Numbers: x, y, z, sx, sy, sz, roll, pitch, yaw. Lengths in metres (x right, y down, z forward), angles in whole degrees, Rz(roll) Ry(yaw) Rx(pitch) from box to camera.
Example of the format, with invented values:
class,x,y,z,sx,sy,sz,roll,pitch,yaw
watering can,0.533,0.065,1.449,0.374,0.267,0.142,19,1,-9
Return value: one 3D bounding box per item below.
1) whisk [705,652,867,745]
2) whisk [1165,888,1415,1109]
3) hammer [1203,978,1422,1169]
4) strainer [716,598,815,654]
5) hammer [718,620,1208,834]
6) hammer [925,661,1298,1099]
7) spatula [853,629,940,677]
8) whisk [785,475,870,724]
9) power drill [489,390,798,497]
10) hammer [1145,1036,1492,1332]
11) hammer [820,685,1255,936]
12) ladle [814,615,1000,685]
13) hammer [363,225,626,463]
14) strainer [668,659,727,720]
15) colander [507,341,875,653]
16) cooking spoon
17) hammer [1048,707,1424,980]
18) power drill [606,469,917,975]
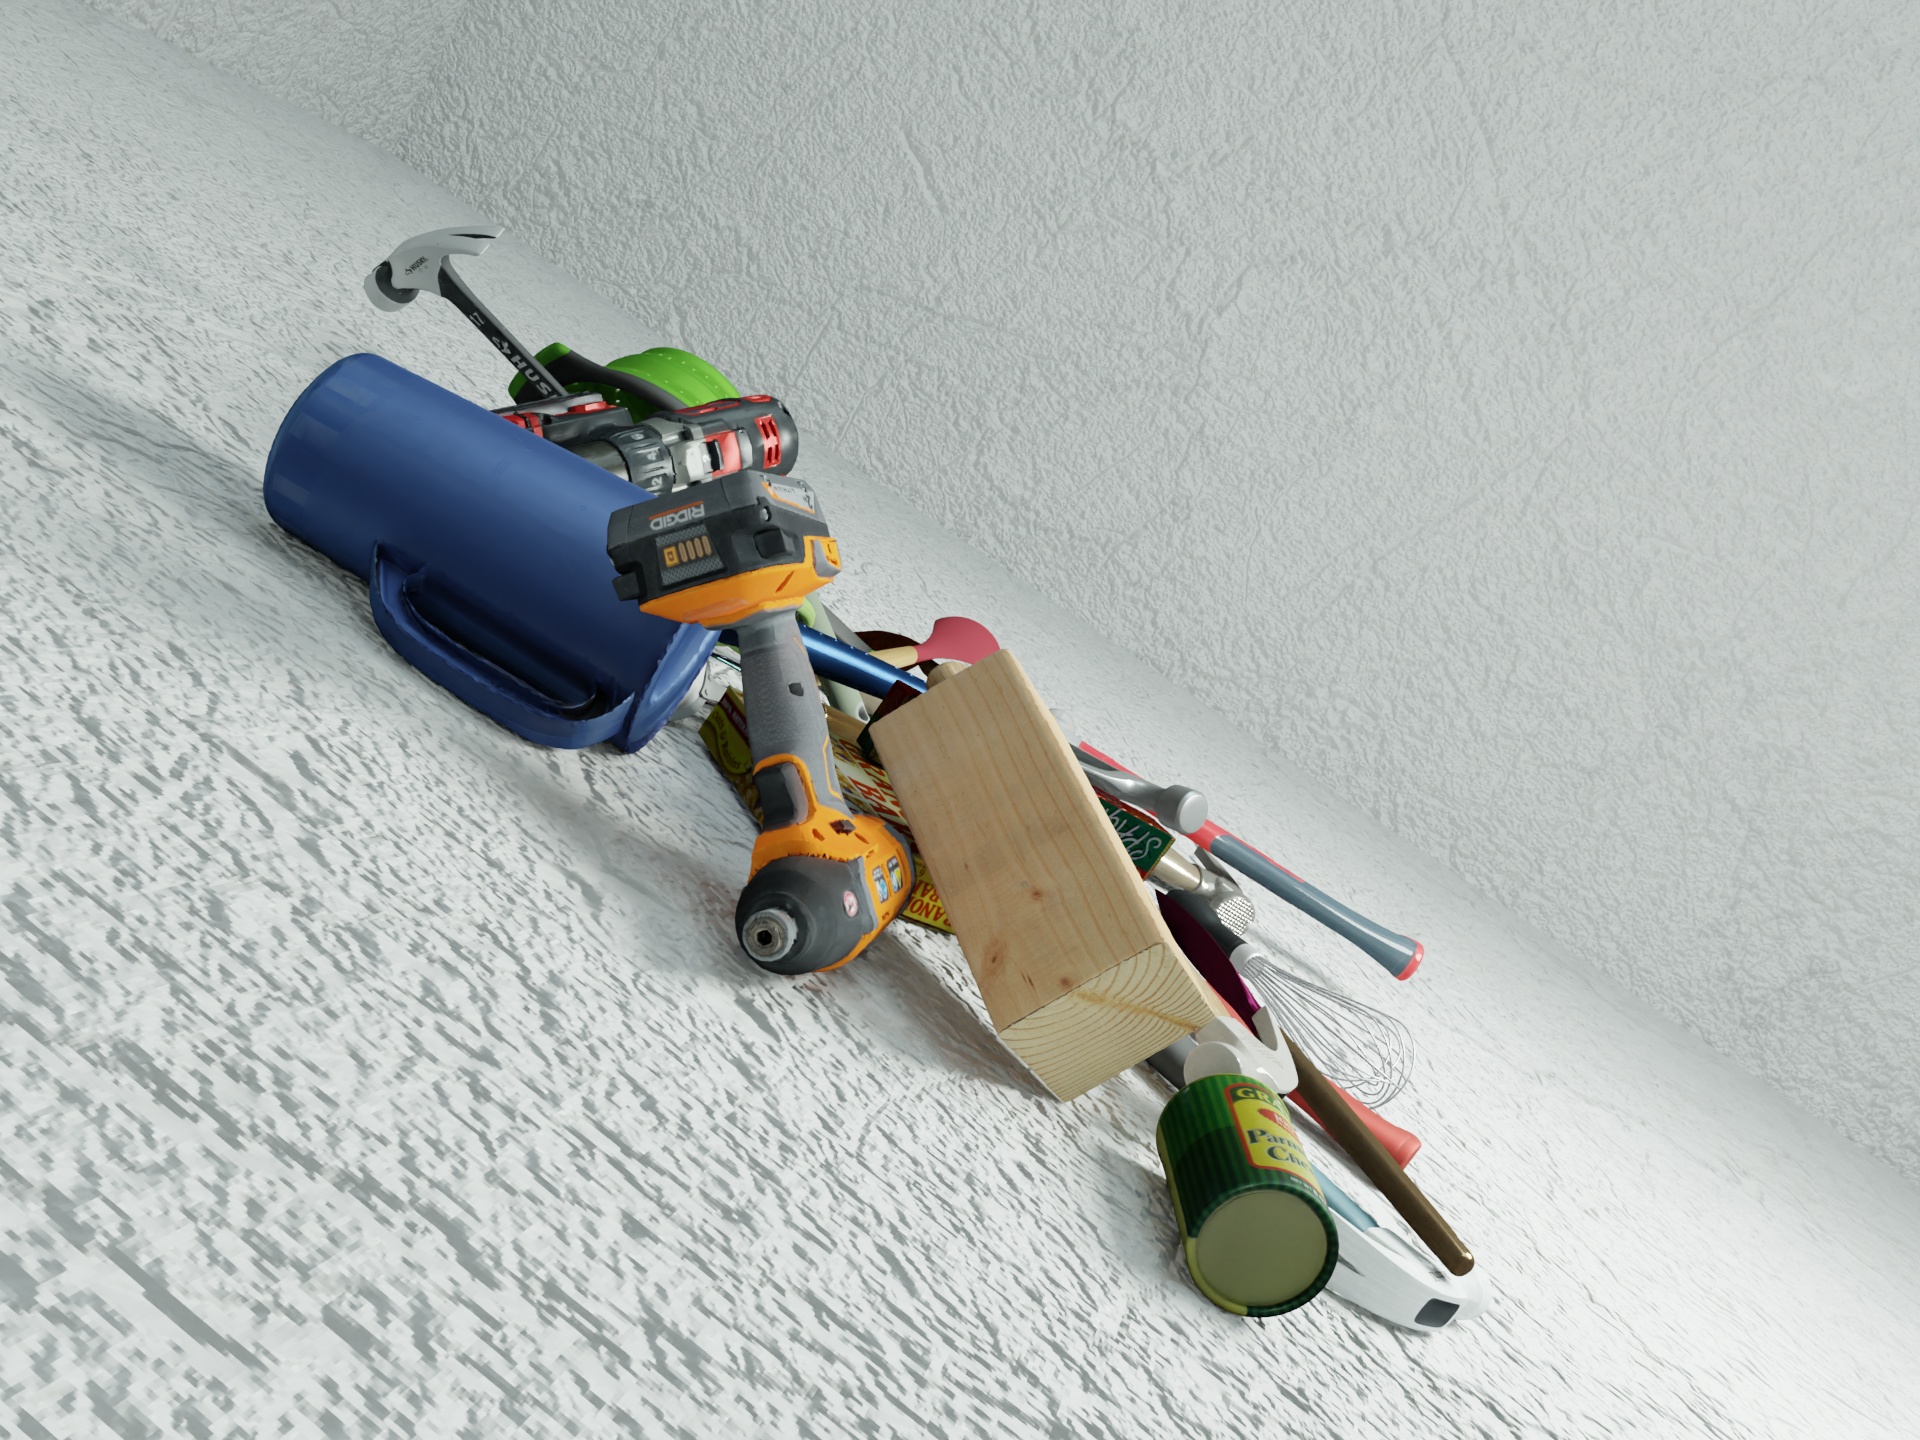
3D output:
class,x,y,z,sx,sy,sz,roll,pitch,yaw
whisk,-0.112,-0.011,1.093,0.244,0.047,0.051,27,11,-47
whisk,0.229,0.190,1.159,0.070,0.070,0.285,27,8,-33
hammer,0.138,0.170,1.032,0.359,0.036,0.149,38,12,28
strainer,-0.160,-0.089,1.094,0.151,0.069,0.256,0,-11,10
hammer,-0.002,-0.003,1.095,0.405,0.035,0.144,23,-2,-41
hammer,0.078,0.086,0.911,0.332,0.031,0.130,53,15,31
spatula,-0.022,-0.030,1.366,0.081,0.041,0.323,27,7,-28
whisk,-0.122,-0.099,1.163,0.246,0.059,0.058,67,25,-6
power drill,-0.242,-0.169,1.047,0.227,0.080,0.188,8,23,43
hammer,0.140,0.206,0.882,0.331,0.033,0.128,41,12,38
hammer,0.061,0.053,1.338,0.410,0.038,0.146,30,9,-14
ladle,-0.057,-0.049,1.274,0.069,0.031,0.315,44,30,19
hammer,-0.268,-0.212,1.226,0.149,0.036,0.408,-10,-48,47
strainer,-0.135,-0.010,0.995,0.258,0.050,0.087,35,43,-33
colander,-0.184,-0.183,1.325,0.396,0.094,0.204,43,-33,-22
cooking spoon,0.189,0.195,0.909,0.068,0.017,0.319,61,-6,-36
hammer,0.223,0.108,1.353,0.386,0.038,0.143,32,9,3
power drill,-0.088,0.005,0.733,0.164,0.084,0.226,-28,103,-78
